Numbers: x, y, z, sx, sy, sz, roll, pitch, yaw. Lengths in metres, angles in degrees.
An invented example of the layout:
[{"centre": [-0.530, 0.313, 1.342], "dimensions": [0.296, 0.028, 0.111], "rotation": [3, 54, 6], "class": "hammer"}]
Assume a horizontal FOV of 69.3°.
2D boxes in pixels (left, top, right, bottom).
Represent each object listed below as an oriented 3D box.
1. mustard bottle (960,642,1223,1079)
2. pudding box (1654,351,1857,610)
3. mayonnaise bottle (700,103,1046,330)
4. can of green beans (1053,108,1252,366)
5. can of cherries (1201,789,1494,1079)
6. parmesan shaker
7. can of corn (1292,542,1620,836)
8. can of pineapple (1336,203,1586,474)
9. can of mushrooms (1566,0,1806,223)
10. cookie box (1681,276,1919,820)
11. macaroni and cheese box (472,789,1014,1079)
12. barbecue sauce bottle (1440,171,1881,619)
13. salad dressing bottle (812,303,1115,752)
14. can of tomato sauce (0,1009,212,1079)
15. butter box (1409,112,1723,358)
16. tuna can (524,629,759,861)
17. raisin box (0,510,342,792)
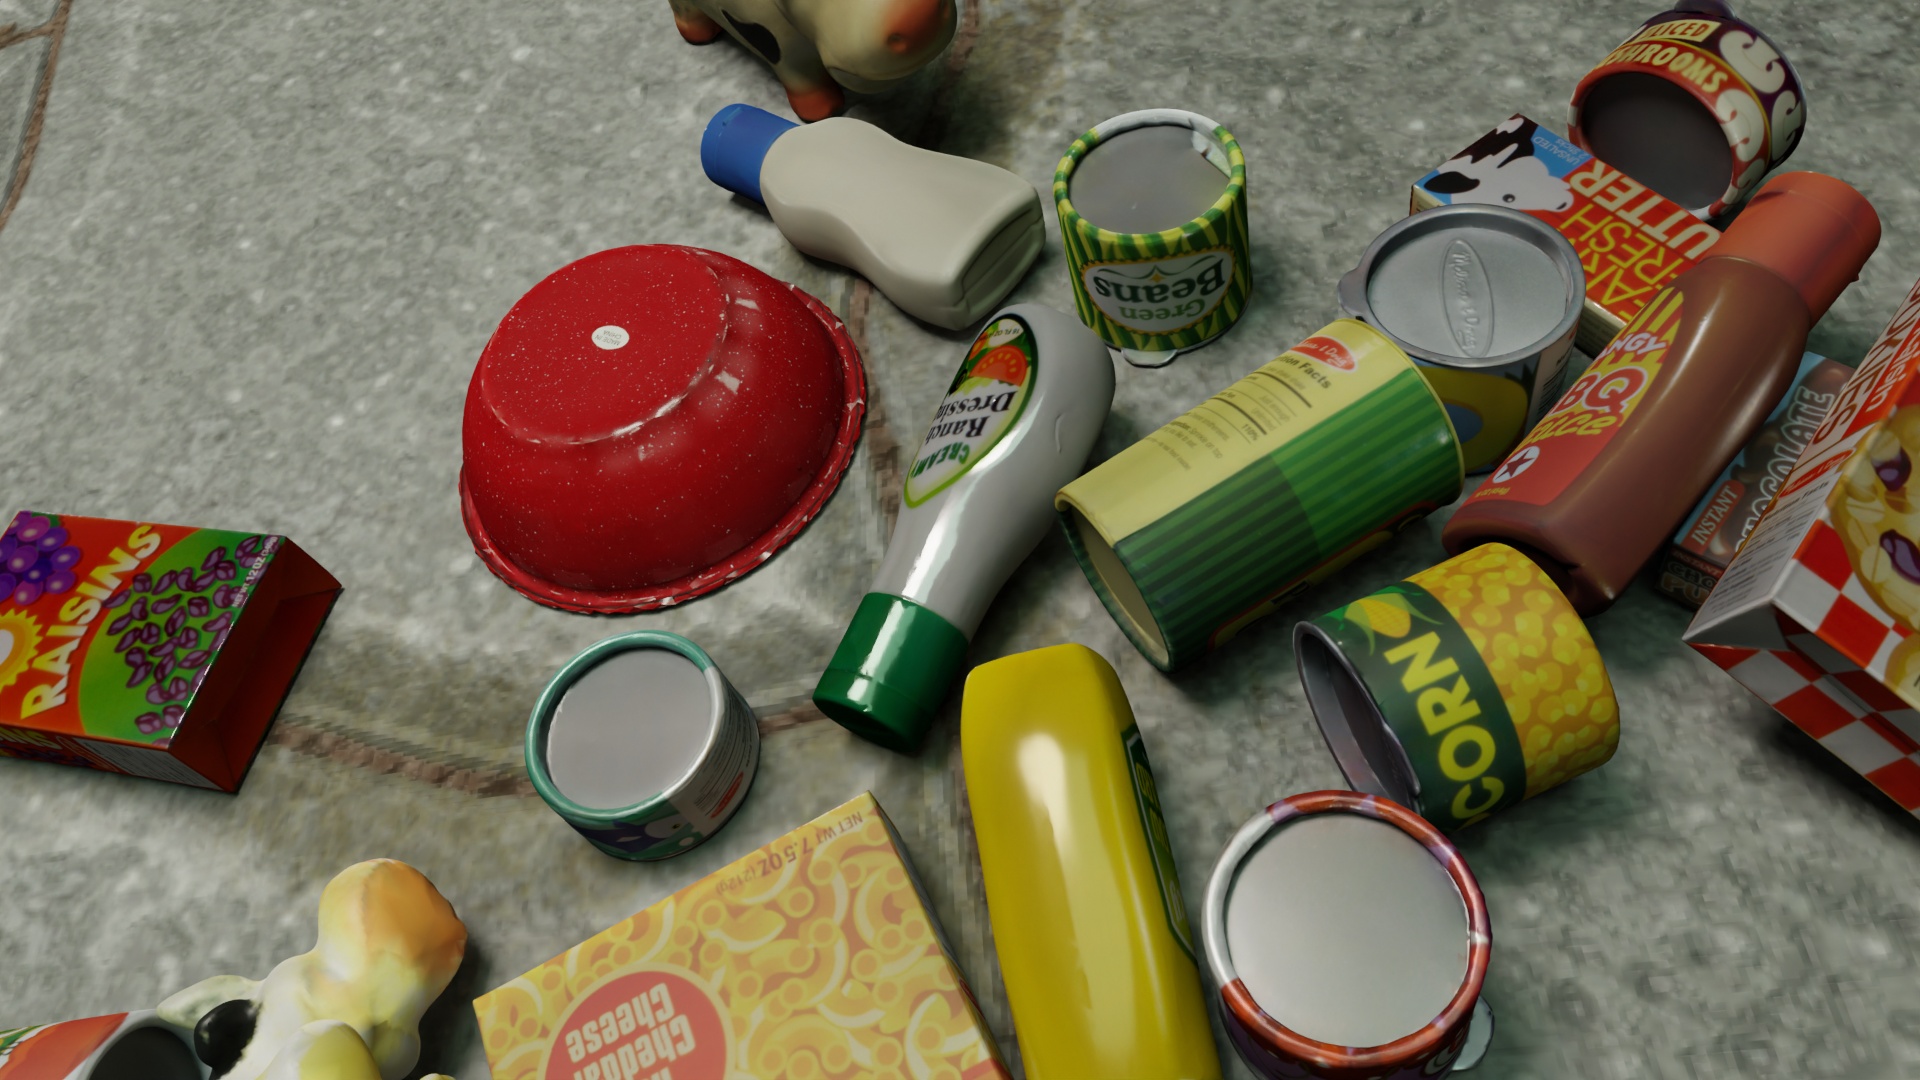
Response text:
[{"centre": [0.036, 0.108, 0.356], "dimensions": [0.049, 0.065, 0.161], "rotation": [-17, 60, 9], "class": "mustard bottle"}, {"centre": [0.245, -0.010, 0.400], "dimensions": [0.050, 0.030, 0.084], "rotation": [33, 70, 30], "class": "pudding box"}, {"centre": [-0.041, -0.135, 0.549], "dimensions": [0.148, 0.041, 0.065], "rotation": [30, 67, 30], "class": "mayonnaise bottle"}, {"centre": [0.069, -0.109, 0.493], "dimensions": [0.071, 0.057, 0.071], "rotation": [-7, 56, 10], "class": "can of green beans"}, {"centre": [0.097, 0.103, 0.344], "dimensions": [0.071, 0.058, 0.072], "rotation": [-7, 56, 10], "class": "can of cherries"}, {"centre": [0.088, -0.013, 0.422], "dimensions": [0.103, 0.071, 0.071], "rotation": [-31, 55, -6], "class": "parmesan shaker"}, {"centre": [0.131, 0.041, 0.370], "dimensions": [0.058, 0.071, 0.071], "rotation": [-23, 55, -2], "class": "can of corn"}, {"centre": [0.157, -0.063, 0.440], "dimensions": [0.071, 0.057, 0.071], "rotation": [-7, 56, 10], "class": "can of pineapple"}, {"centre": [0.240, -0.142, 0.464], "dimensions": [0.033, 0.070, 0.071], "rotation": [-41, 57, -11], "class": "can of mushrooms"}, {"centre": [0.285, -0.001, 0.354], "dimensions": [0.123, 0.040, 0.168], "rotation": [39, 72, 9], "class": "cookie box"}, {"centre": [-0.042, 0.165, 0.348], "dimensions": [0.124, 0.040, 0.167], "rotation": [-28, 55, -4], "class": "macaroni and cheese box"}, {"centre": [0.207, -0.044, 0.403], "dimensions": [0.043, 0.065, 0.149], "rotation": [44, 81, -5], "class": "barbecue sauce bottle"}, {"centre": [0.002, -0.006, 0.445], "dimensions": [0.064, 0.044, 0.148], "rotation": [-3, 55, 53], "class": "salad dressing bottle"}, {"centre": [-0.261, 0.167, 0.384], "dimensions": [0.083, 0.071, 0.071], "rotation": [-10, 55, 7], "class": "can of tomato sauce"}, {"centre": [0.209, -0.101, 0.473], "dimensions": [0.053, 0.024, 0.104], "rotation": [-35, 56, -9], "class": "butter box"}, {"centre": [-0.102, 0.063, 0.436], "dimensions": [0.071, 0.032, 0.071], "rotation": [-6, 56, 9], "class": "tuna can"}, {"centre": [-0.301, 0.037, 0.499], "dimensions": [0.123, 0.040, 0.086], "rotation": [5, 59, 16], "class": "raisin box"}]
